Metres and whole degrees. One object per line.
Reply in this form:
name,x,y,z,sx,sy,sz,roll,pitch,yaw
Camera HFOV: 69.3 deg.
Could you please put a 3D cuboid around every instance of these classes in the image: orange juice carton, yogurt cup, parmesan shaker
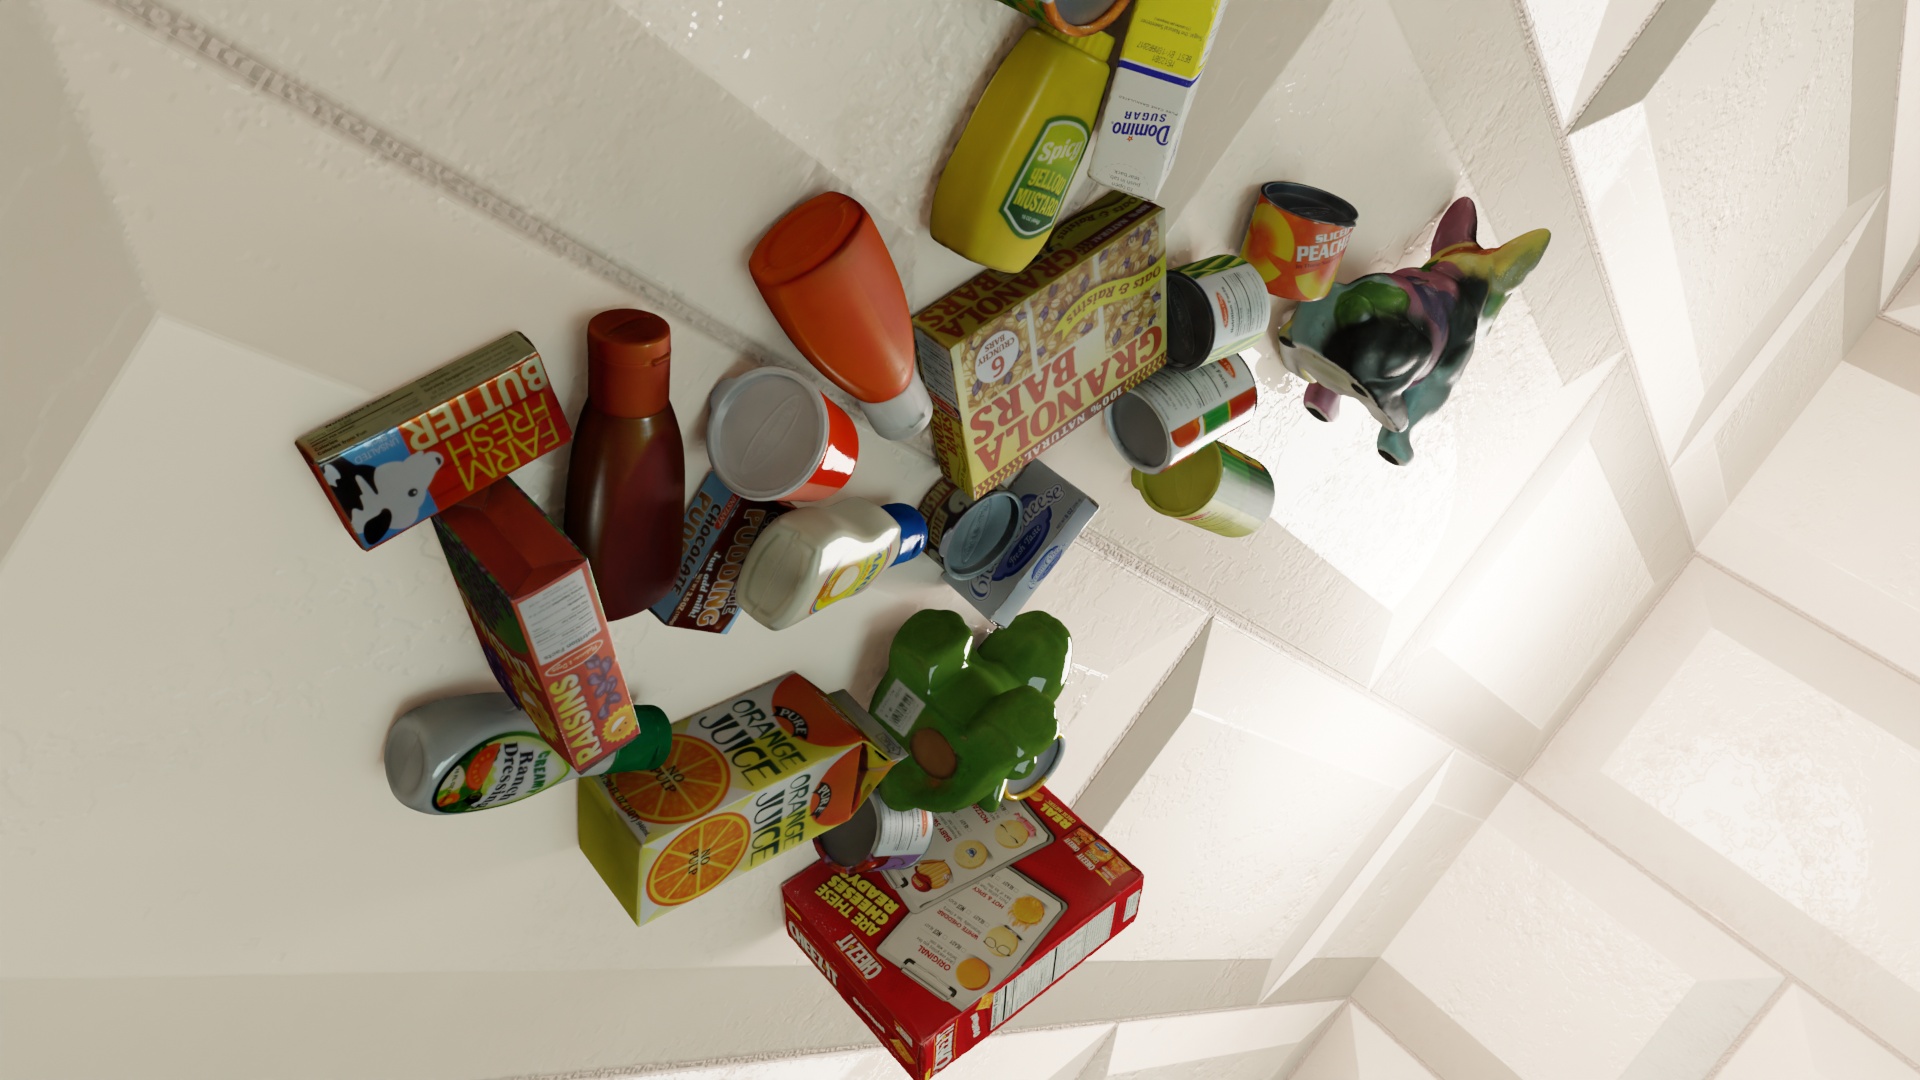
orange juice carton,-0.127,0.145,0.839,0.193,0.072,0.072,-21,137,-36
yogurt cup,-0.087,-0.050,0.707,0.072,0.072,0.054,-55,158,6
parmesan shaker,0.182,-0.042,1.031,0.103,0.071,0.071,15,110,-55

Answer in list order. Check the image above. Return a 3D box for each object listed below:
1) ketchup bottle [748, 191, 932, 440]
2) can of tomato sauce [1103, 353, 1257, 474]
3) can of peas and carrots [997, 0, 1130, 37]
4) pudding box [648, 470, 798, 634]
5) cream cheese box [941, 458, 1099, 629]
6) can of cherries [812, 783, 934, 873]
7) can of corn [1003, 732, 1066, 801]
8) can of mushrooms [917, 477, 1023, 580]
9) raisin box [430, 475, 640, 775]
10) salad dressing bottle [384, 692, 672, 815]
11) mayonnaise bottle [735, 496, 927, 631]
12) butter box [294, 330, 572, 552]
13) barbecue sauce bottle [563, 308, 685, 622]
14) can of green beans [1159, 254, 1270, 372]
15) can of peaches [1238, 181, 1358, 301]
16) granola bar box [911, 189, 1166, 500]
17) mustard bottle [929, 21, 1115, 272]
ketchup bottle,-0.052,-0.106,0.713,0.065,0.043,0.148,-43,146,-10
can of tomato sauce,0.148,-0.090,0.942,0.083,0.071,0.070,-30,141,-27
can of peas and carrots,0.047,-0.278,0.652,0.071,0.059,0.070,-30,142,-27
pudding box,-0.129,0.008,0.744,0.083,0.030,0.049,-57,148,10
cream cheese box,0.039,0.002,0.913,0.104,0.053,0.024,-52,144,3
can of cherries,-0.064,0.199,0.972,0.058,0.071,0.071,12,113,-53
can of corn,0.036,0.155,1.050,0.071,0.058,0.070,-30,141,-28
can of mushrooms,0.003,-0.011,0.877,0.071,0.033,0.070,-31,142,-27
raisin box,-0.197,0.039,0.645,0.040,0.086,0.122,-33,142,-27
salad dressing bottle,-0.219,0.107,0.722,0.148,0.044,0.064,2,123,-50
mayonnaise bottle,-0.065,0.006,0.771,0.064,0.041,0.148,-60,164,21
butter box,-0.221,-0.043,0.594,0.104,0.024,0.052,-34,142,-24
barbecue sauce bottle,-0.158,-0.035,0.656,0.065,0.044,0.147,-40,149,-49
can of green beans,0.156,-0.147,0.896,0.058,0.071,0.071,-22,137,-36
can of peaches,0.224,-0.198,0.924,0.071,0.071,0.057,-18,136,-39
granola bar box,0.052,-0.117,0.828,0.166,0.039,0.123,-36,143,-21
mustard bottle,0.040,-0.217,0.710,0.065,0.049,0.159,-1,123,-52
